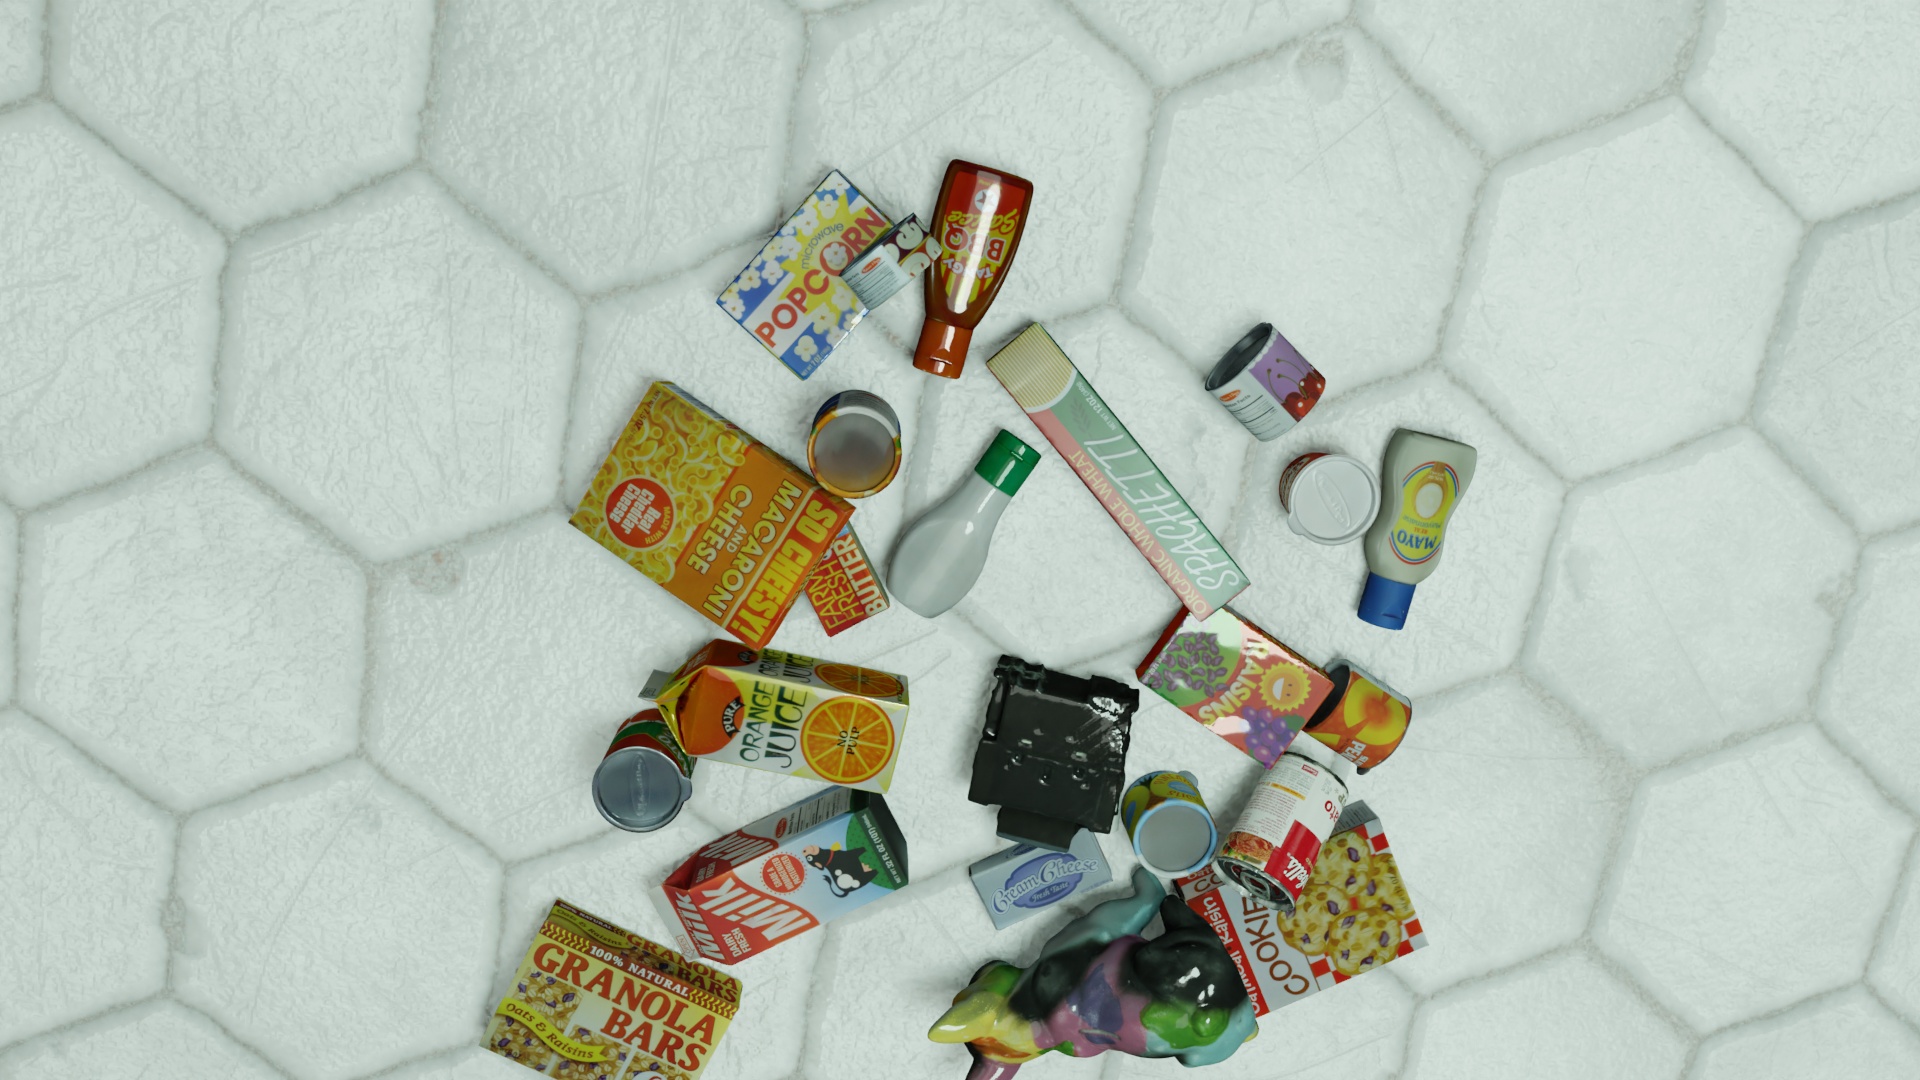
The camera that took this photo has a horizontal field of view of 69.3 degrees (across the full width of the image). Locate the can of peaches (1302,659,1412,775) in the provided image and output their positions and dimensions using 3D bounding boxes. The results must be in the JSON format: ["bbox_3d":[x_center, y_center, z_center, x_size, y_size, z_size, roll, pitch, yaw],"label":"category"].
[{"bbox_3d":[0.300,0.135,1.064,0.058,0.071,0.071,33,99,-9],"label":"can of peaches"}]

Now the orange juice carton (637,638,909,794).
[{"bbox_3d":[-0.139,0.125,1.034,0.193,0.072,0.073,12,101,-6],"label":"orange juice carton"}]

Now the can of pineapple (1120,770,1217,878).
[{"bbox_3d":[0.162,0.219,1.080,0.071,0.058,0.070,-1,103,-3],"label":"can of pineapple"}]

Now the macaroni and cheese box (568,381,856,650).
[{"bbox_3d":[-0.177,-0.019,0.999,0.166,0.040,0.123,34,99,4],"label":"macaroni and cheese box"}]

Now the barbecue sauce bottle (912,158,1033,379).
[{"bbox_3d":[0.003,-0.190,0.986,0.065,0.044,0.148,15,102,-7],"label":"barbecue sauce bottle"}]

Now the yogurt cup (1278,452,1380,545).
[{"bbox_3d":[0.270,-0.034,1.031,0.072,0.054,0.072,-1,103,-3],"label":"yogurt cup"}]

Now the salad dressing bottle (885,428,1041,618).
[{"bbox_3d":[0.004,-0.013,1.027,0.064,0.044,0.147,35,97,-8],"label":"salad dressing bottle"}]

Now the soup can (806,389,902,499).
[{"bbox_3d":[-0.076,-0.066,0.989,0.071,0.084,0.071,-1,104,-3],"label":"soup can"}]

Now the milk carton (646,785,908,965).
[{"bbox_3d":[-0.140,0.257,1.063,0.190,0.073,0.072,-25,103,3],"label":"milk carton"}]

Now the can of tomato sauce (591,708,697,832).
[{"bbox_3d":[-0.230,0.168,1.032,0.071,0.083,0.071,-1,103,-3],"label":"can of tomato sauce"}]

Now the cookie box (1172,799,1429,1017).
[{"bbox_3d":[0.272,0.298,1.114,0.167,0.040,0.122,-24,103,1],"label":"cookie box"}]

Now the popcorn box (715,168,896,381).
[{"bbox_3d":[-0.100,-0.187,0.983,0.085,0.038,0.126,42,97,-11],"label":"popcorn box"}]

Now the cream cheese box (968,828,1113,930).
[{"bbox_3d":[0.064,0.264,1.101,0.104,0.024,0.053,-24,103,2],"label":"cream cheese box"}]

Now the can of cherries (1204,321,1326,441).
[{"bbox_3d":[0.222,-0.116,1.005,0.058,0.071,0.071,42,97,-11],"label":"can of cherries"}]

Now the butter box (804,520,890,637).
[{"bbox_3d":[-0.097,0.016,1.036,0.053,0.024,0.103,-25,103,4],"label":"butter box"}]

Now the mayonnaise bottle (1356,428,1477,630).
[{"bbox_3d":[0.338,-0.007,1.048,0.065,0.041,0.147,12,101,-8],"label":"mayonnaise bottle"}]

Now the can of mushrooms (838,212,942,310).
[{"bbox_3d":[-0.046,-0.188,0.934,0.071,0.071,0.033,-39,103,6],"label":"can of mushrooms"}]

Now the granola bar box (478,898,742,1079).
[{"bbox_3d":[-0.274,0.374,1.099,0.165,0.039,0.124,28,100,-9],"label":"granola bar box"}]

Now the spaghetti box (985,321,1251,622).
[{"bbox_3d":[0.116,-0.049,1.012,0.050,0.029,0.250,-39,92,6],"label":"spaghetti box"}]

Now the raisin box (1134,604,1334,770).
[{"bbox_3d":[0.208,0.105,1.059,0.123,0.040,0.086,34,98,-1],"label":"raisin box"}]
